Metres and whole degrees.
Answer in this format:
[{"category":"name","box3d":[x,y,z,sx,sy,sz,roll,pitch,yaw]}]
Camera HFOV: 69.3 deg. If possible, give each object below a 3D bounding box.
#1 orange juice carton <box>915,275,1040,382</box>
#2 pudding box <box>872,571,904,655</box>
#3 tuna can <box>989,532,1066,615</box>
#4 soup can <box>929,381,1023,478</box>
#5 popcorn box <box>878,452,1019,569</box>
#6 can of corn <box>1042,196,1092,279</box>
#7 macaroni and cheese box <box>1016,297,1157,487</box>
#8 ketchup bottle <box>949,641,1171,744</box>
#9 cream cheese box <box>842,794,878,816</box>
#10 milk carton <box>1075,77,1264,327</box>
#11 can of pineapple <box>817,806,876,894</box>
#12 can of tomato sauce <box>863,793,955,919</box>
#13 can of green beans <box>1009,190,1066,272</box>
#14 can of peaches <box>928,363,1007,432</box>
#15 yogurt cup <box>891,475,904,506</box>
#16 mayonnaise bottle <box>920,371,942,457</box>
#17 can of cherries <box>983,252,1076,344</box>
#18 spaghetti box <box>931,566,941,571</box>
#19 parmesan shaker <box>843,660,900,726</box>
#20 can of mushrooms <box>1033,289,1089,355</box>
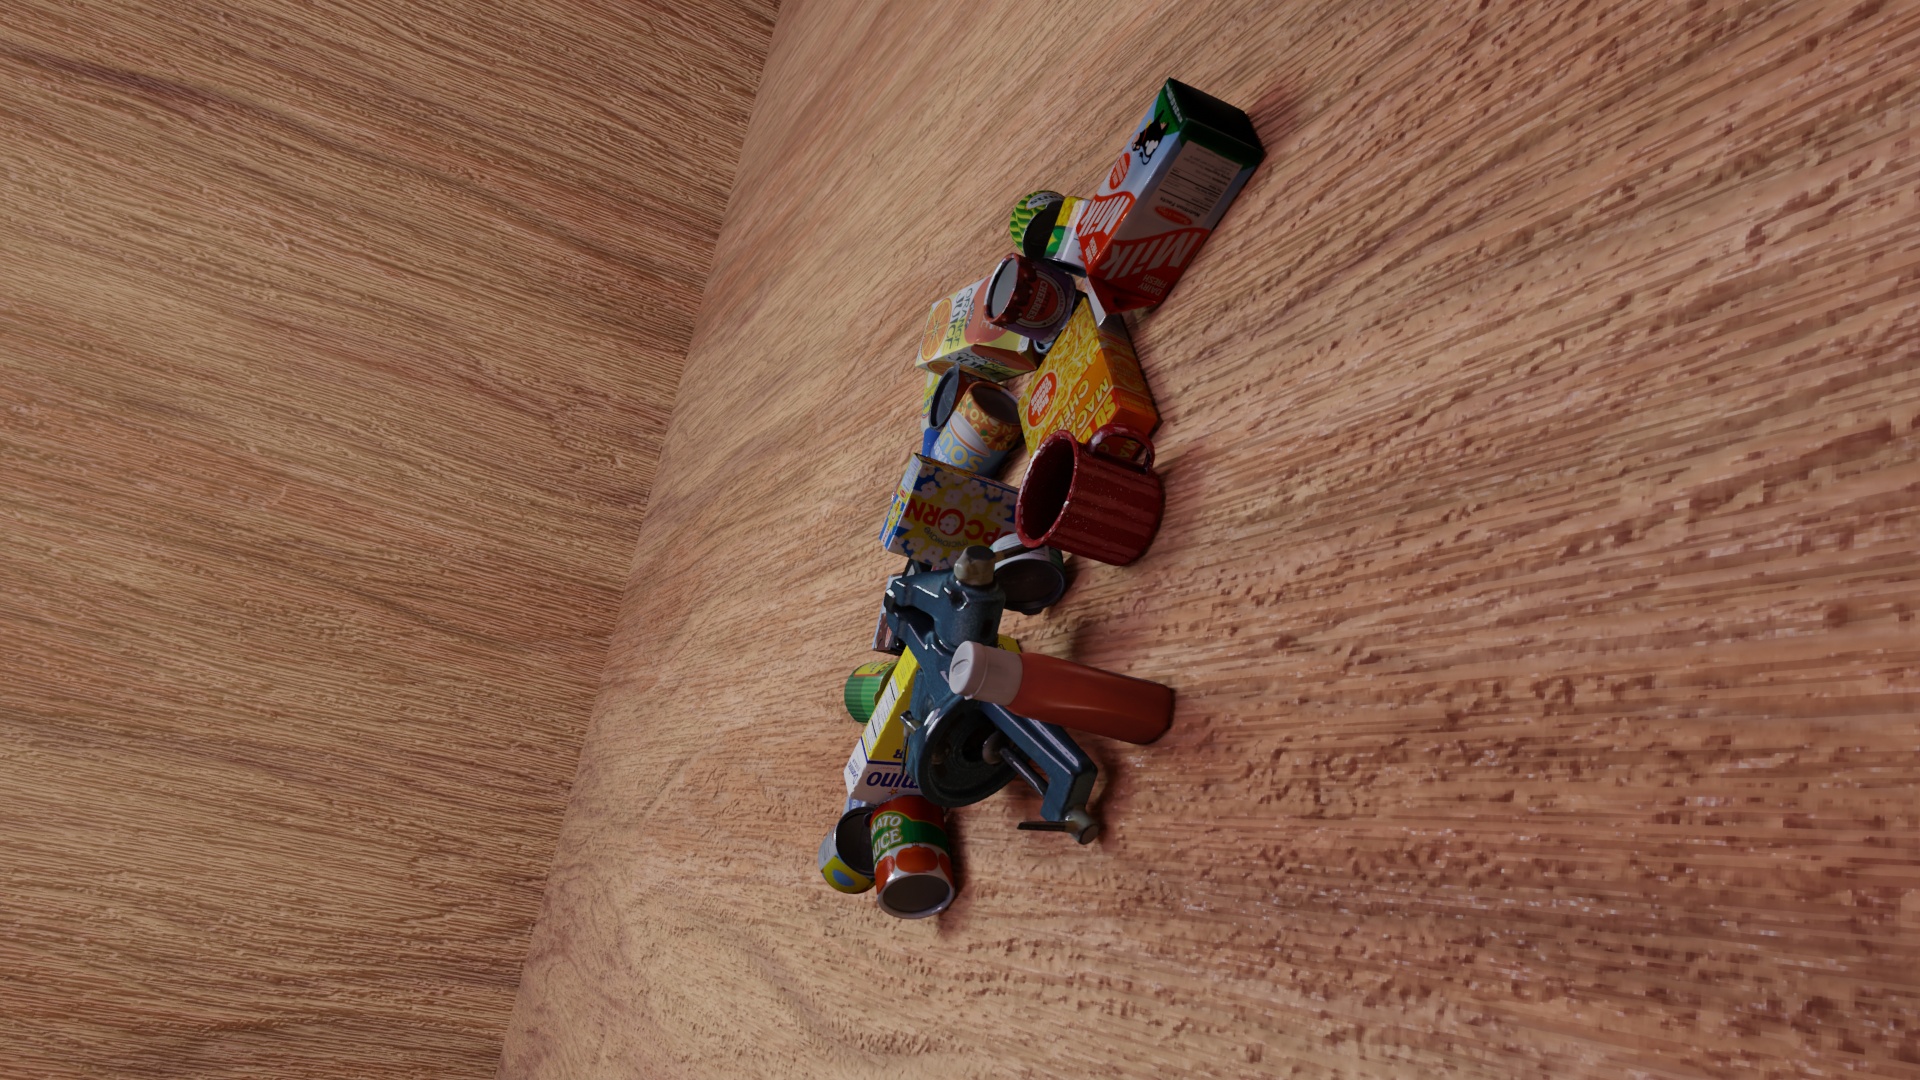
[{"category":"orange juice carton","box3d":[0.030,-0.205,1.366,0.192,0.073,0.072,-4,69,66]},{"category":"pudding box","box3d":[-0.061,0.076,1.428,0.049,0.030,0.084,-14,61,64]},{"category":"tuna can","box3d":[0.054,0.028,1.145,0.070,0.071,0.033,-54,27,39]},{"category":"soup can","box3d":[0.016,-0.099,1.321,0.083,0.071,0.072,-57,26,33]},{"category":"popcorn box","box3d":[0.004,-0.015,1.210,0.038,0.127,0.085,-125,56,-68]},{"category":"can of corn","box3d":[0.112,-0.264,1.223,0.058,0.071,0.071,-70,22,5]},{"category":"macaroni and cheese box","box3d":[0.103,-0.107,1.160,0.123,0.040,0.167,-58,26,32]},{"category":"ketchup bottle","box3d":[0.066,0.103,0.942,0.064,0.149,0.043,-29,49,60]},{"category":"cream cheese box","box3d":[-0.089,0.244,1.375,0.053,0.024,0.104,-5,69,67]},{"category":"milk carton","box3d":[0.153,-0.262,1.114,0.189,0.073,0.073,-56,27,36]},{"category":"can of pineapple","box3d":[-0.092,0.289,1.289,0.057,0.071,0.071,125,153,-51]},{"category":"can of tomato sauce","box3d":[-0.044,0.269,1.184,0.071,0.071,0.083,-59,26,31]},{"category":"can of green beans","box3d":[0.084,-0.292,1.311,0.071,0.071,0.058,-63,23,22]},{"category":"can of peaches","box3d":[0.009,-0.134,1.383,0.071,0.058,0.071,-50,30,44]},{"category":"yogurt cup","box3d":[-0.028,-0.038,1.392,0.054,0.072,0.072,8,81,60]},{"category":"mayonnaise bottle","box3d":[-0.017,-0.144,1.474,0.064,0.041,0.149,-40,38,53]},{"category":"can of cherries","box3d":[0.061,-0.213,1.223,0.071,0.058,0.072,-47,33,45]},{"category":"spaghetti box","box3d":[-0.012,0.080,1.280,0.028,0.050,0.250,-10,64,65]},{"category":"parmesan shaker","box3d":[-0.068,0.148,1.333,0.103,0.071,0.071,-14,61,65]},{"category":"can of mushrooms","box3d":[0.097,-0.195,1.252,0.070,0.033,0.071,-50,30,44]}]
